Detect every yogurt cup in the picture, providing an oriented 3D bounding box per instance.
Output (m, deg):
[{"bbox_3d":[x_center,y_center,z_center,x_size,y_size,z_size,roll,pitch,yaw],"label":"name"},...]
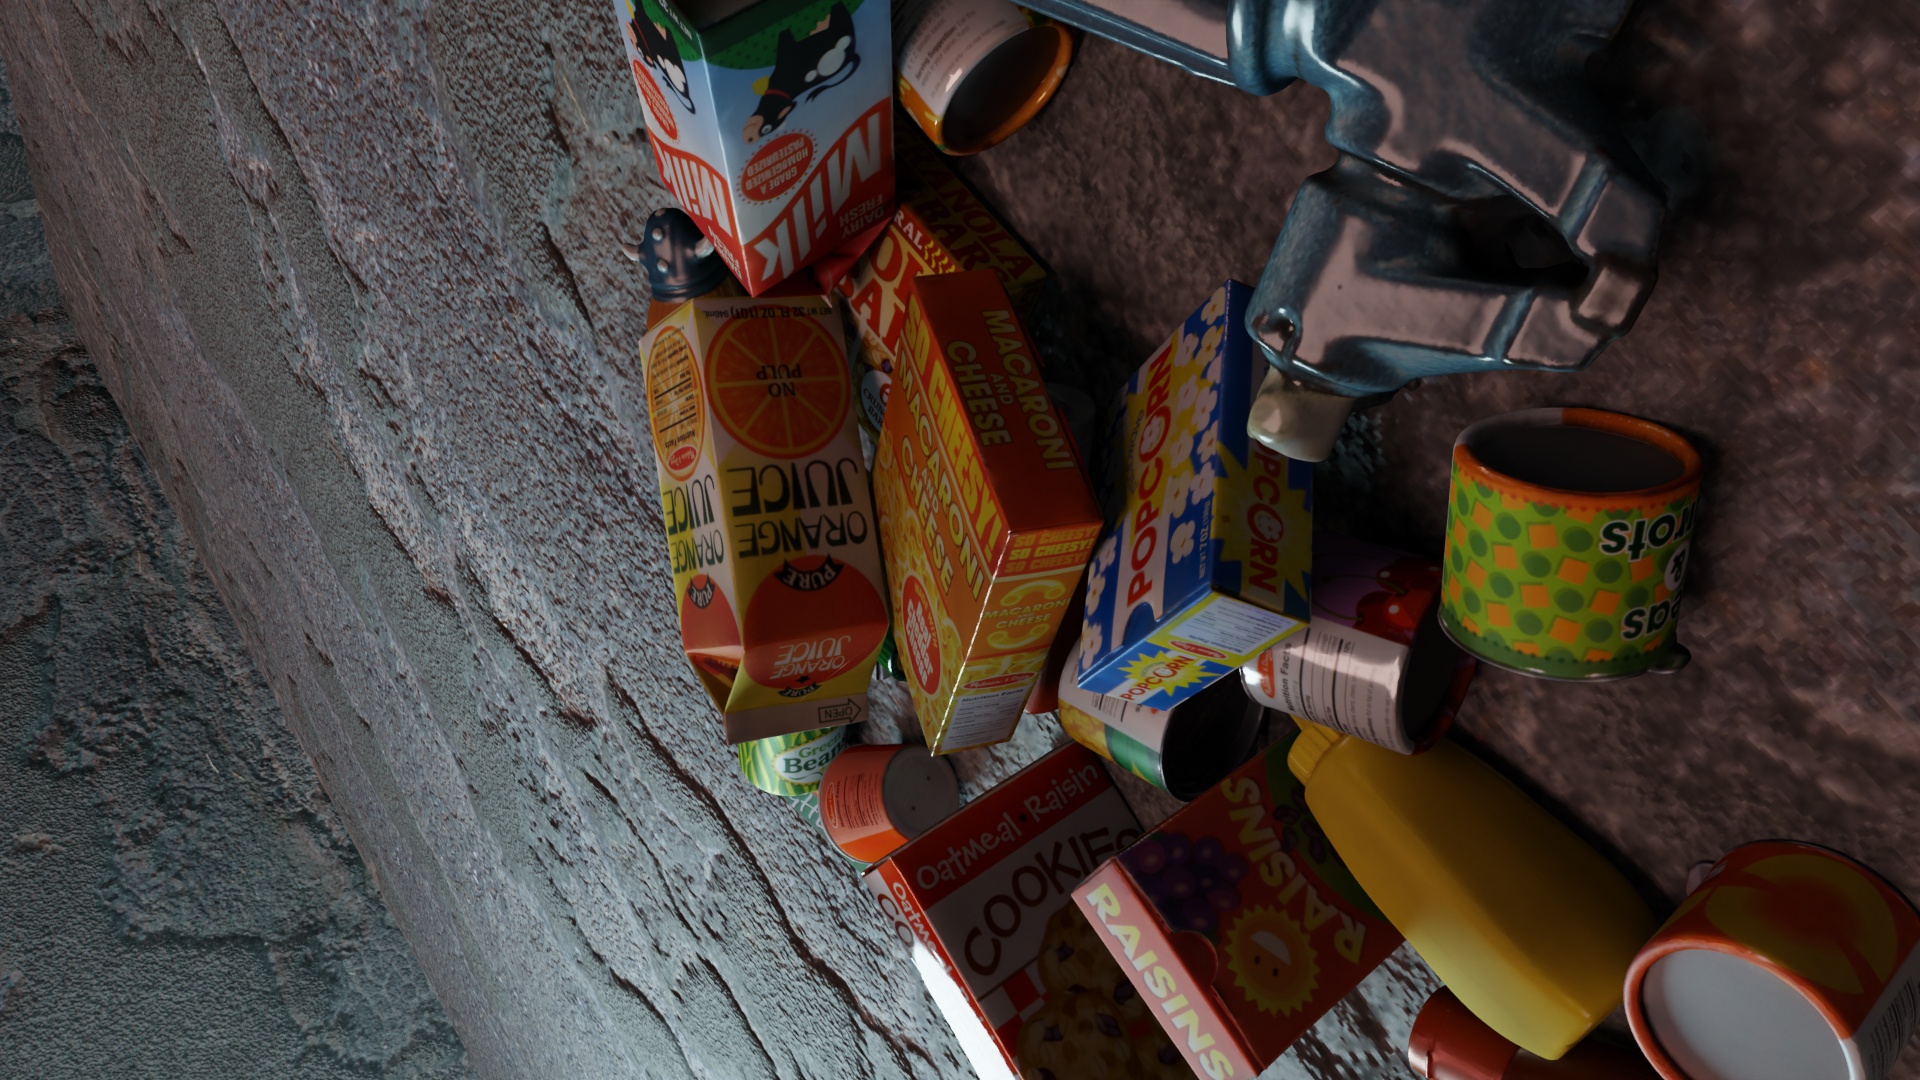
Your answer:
[{"bbox_3d":[-0.038,0.144,0.776,0.053,0.073,0.072,-22,93,47],"label":"yogurt cup"}]

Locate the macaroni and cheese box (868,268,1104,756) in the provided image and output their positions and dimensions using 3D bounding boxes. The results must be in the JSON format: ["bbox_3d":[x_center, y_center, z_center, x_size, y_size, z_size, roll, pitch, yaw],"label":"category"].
[{"bbox_3d":[0.002,-0.007,0.562,0.165,0.040,0.124,107,149,-53],"label":"macaroni and cheese box"}]

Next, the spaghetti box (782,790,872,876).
[{"bbox_3d":[-0.052,0.179,0.844,0.250,0.029,0.049,36,136,35],"label":"spaghetti box"}]

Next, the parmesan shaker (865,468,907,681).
[{"bbox_3d":[-0.044,0.015,0.696,0.103,0.071,0.071,43,140,28],"label":"parmesan shaker"}]

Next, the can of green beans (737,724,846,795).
[{"bbox_3d":[-0.101,0.110,0.834,0.071,0.071,0.057,36,137,35],"label":"can of green beans"}]

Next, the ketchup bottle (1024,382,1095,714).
[{"bbox_3d":[0.034,0.003,0.612,0.065,0.044,0.148,41,138,40],"label":"ketchup bottle"}]

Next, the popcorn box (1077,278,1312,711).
[{"bbox_3d":[0.081,-0.015,0.478,0.085,0.038,0.127,-46,29,53],"label":"popcorn box"}]

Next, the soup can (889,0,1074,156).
[{"bbox_3d":[-0.006,-0.197,0.524,0.084,0.071,0.071,53,144,15],"label":"soup can"}]

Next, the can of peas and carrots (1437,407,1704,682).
[{"bbox_3d":[0.177,0.000,0.401,0.071,0.071,0.058,23,127,44],"label":"can of peas and carrots"}]

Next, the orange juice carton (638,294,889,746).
[{"bbox_3d":[-0.087,-0.008,0.626,0.073,0.072,0.192,-13,85,58],"label":"orange juice carton"}]

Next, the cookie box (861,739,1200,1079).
[{"bbox_3d":[0.049,0.191,0.636,0.167,0.123,0.040,58,144,10],"label":"cookie box"}]

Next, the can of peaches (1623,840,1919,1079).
[{"bbox_3d":[0.238,0.131,0.409,0.071,0.058,0.071,30,133,39],"label":"can of peaches"}]

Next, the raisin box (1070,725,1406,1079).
[{"bbox_3d":[0.114,0.130,0.513,0.086,0.124,0.040,54,144,15],"label":"raisin box"}]

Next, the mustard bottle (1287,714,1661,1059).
[{"bbox_3d":[0.164,0.100,0.487,0.161,0.065,0.048,48,147,33],"label":"mustard bottle"}]

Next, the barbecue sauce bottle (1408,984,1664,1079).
[{"bbox_3d":[0.229,0.204,0.479,0.148,0.044,0.064,20,126,46],"label":"barbecue sauce bottle"}]

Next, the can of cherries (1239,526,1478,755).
[{"bbox_3d":[0.138,0.032,0.472,0.058,0.072,0.071,16,123,40],"label":"can of cherries"}]

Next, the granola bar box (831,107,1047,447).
[{"bbox_3d":[-0.042,-0.127,0.634,0.166,0.039,0.123,51,144,19],"label":"granola bar box"}]

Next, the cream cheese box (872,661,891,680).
[{"bbox_3d":[-0.070,0.030,0.781,0.104,0.024,0.053,33,135,38],"label":"cream cheese box"}]

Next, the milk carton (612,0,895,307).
[{"bbox_3d":[-0.074,-0.162,0.526,0.072,0.073,0.189,52,165,17],"label":"milk carton"}]

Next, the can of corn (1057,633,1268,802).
[{"bbox_3d":[0.083,0.065,0.567,0.058,0.071,0.070,25,129,44],"label":"can of corn"}]
